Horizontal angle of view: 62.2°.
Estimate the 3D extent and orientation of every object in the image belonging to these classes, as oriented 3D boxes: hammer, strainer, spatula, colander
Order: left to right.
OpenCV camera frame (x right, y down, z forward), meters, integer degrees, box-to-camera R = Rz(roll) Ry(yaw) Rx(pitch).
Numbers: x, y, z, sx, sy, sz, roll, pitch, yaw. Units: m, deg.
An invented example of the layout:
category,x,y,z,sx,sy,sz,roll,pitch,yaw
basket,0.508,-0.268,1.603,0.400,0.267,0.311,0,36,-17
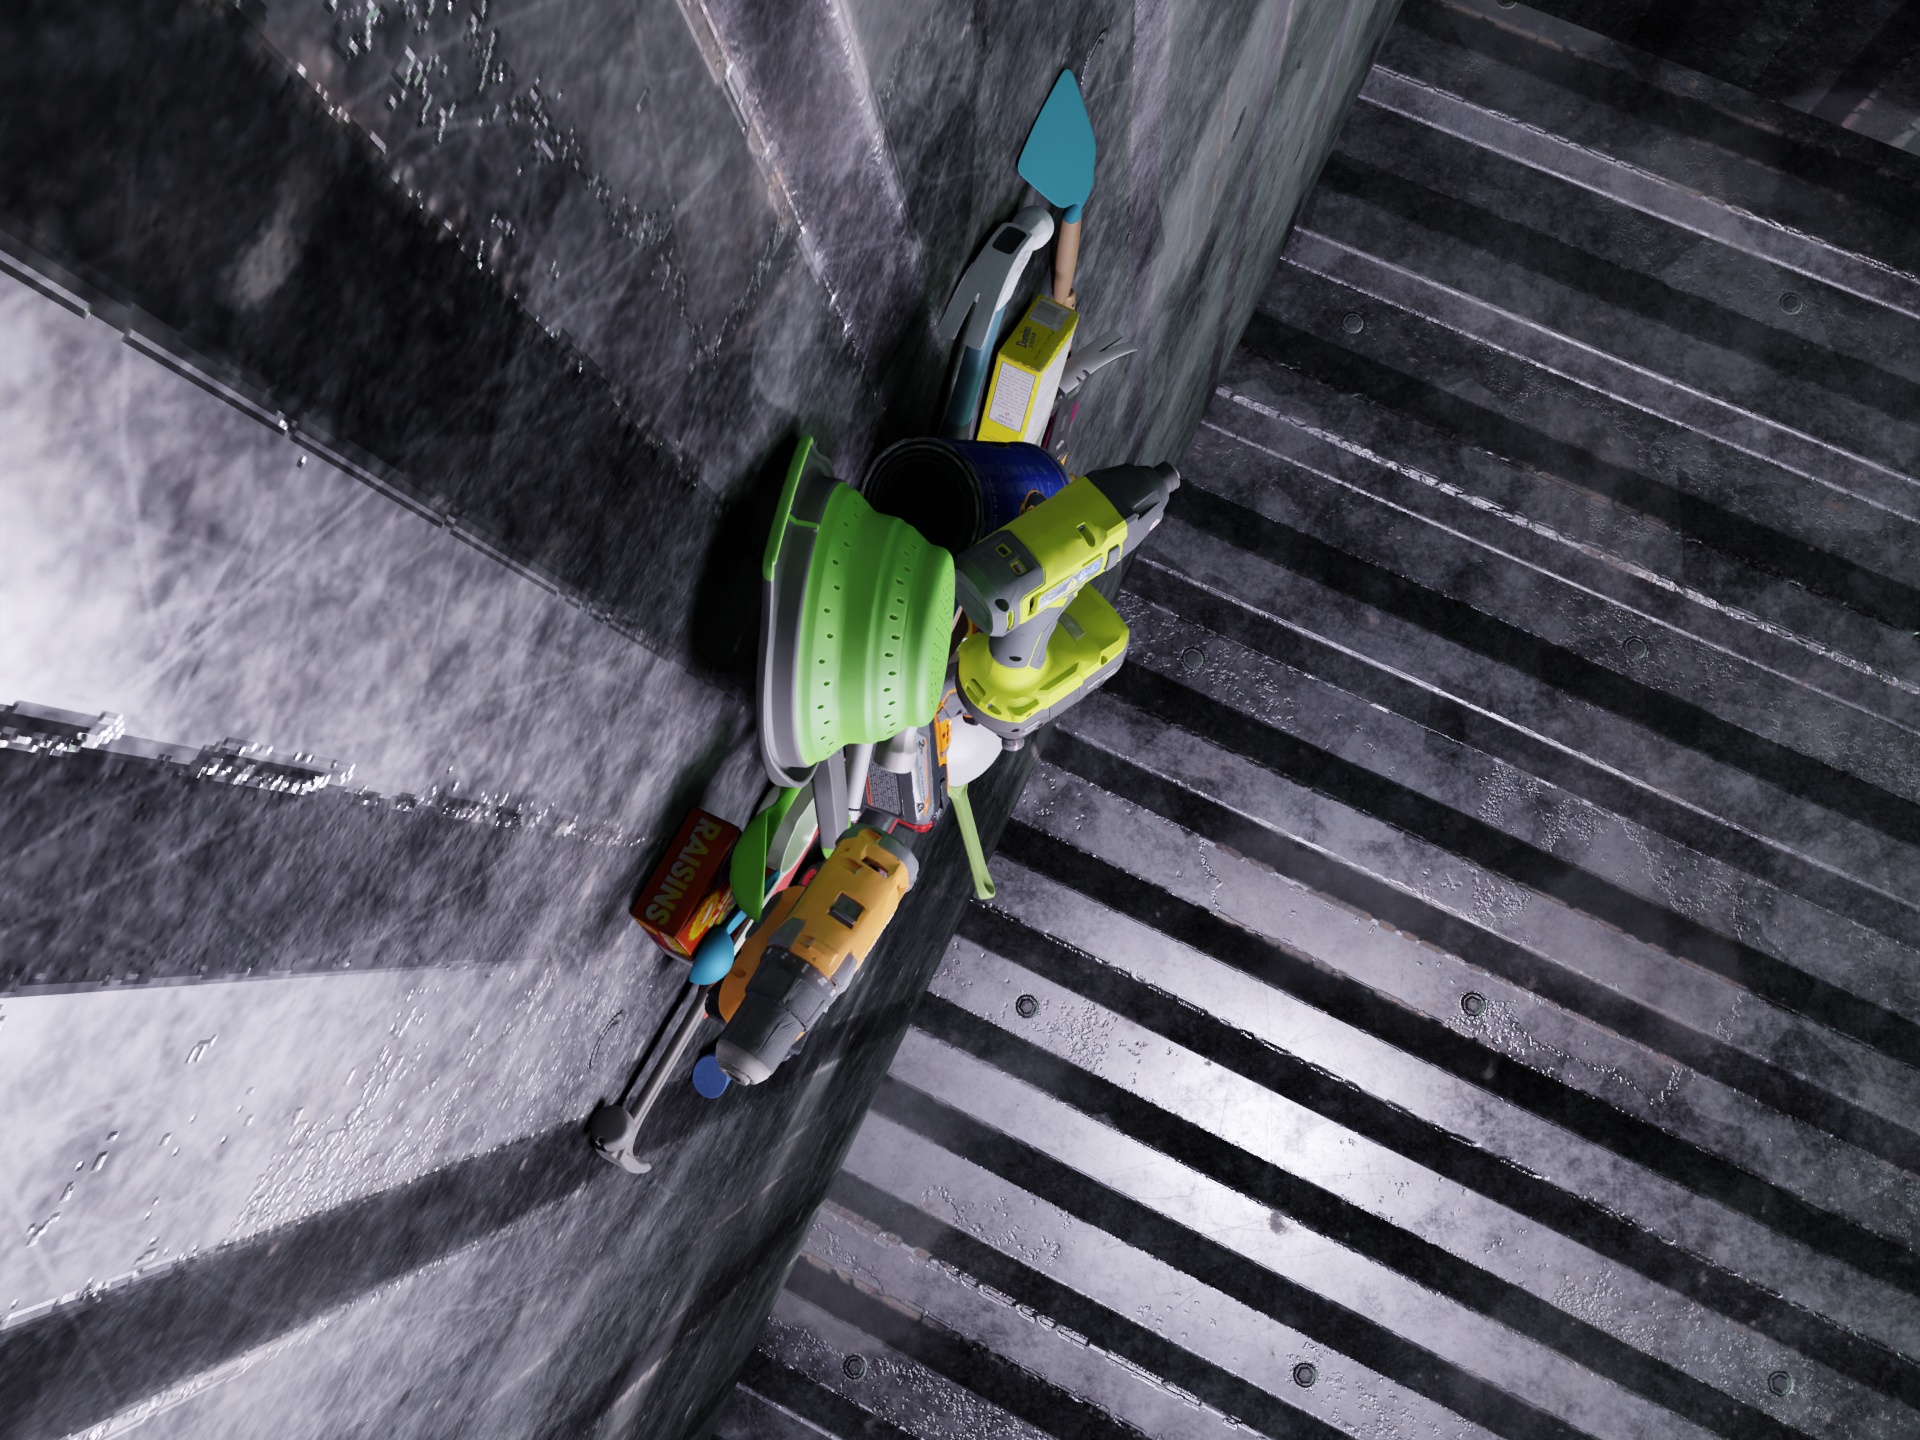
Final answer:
category,x,y,z,sx,sy,sz,roll,pitch,yaw
hammer,-0.188,0.196,1.297,0.359,0.037,0.149,-61,171,-22
hammer,-0.182,0.293,1.634,0.144,0.035,0.405,-67,172,15
strainer,-0.068,-0.033,1.211,0.087,0.050,0.258,-37,139,-83
colander,-0.056,-0.009,1.040,0.396,0.094,0.205,90,9,-55
hammer,-0.015,-0.083,1.270,0.331,0.031,0.130,-73,180,-66
hammer,-0.004,-0.222,1.220,0.128,0.033,0.330,-57,169,-48
strainer,0.016,0.045,1.535,0.151,0.069,0.256,-23,100,-67
hammer,0.097,-0.265,1.653,0.127,0.034,0.336,-40,165,-23
spatula,0.078,-0.396,1.258,0.317,0.044,0.082,80,36,-84

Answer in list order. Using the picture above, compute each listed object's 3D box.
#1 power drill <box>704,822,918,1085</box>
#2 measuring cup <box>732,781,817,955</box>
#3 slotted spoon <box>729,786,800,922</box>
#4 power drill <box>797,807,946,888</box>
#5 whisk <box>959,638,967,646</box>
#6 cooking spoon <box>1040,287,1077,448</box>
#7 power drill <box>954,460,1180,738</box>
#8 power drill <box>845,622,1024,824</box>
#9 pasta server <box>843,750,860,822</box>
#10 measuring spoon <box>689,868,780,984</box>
category,x,y,z,sx,sy,sz,roll,pitch,yaw
power drill,-0.118,0.179,1.105,0.185,0.084,0.226,-56,-177,-25
measuring cup,-0.160,0.118,1.244,0.168,0.038,0.083,-61,171,-13
slotted spoon,-0.115,0.032,1.136,0.314,0.031,0.070,-73,174,-57
power drill,-0.094,0.131,1.577,0.220,0.078,0.143,-57,169,-29
whisk,0.017,-0.133,1.587,0.246,0.059,0.058,111,-19,-56
cooking spoon,0.098,-0.337,1.572,0.069,0.017,0.318,-52,169,-13
power drill,0.071,-0.087,1.123,0.171,0.080,0.223,-33,162,-17
power drill,-0.002,-0.004,1.383,0.226,0.084,0.164,-41,136,-42
pasta server,-0.065,0.006,1.508,0.316,0.040,0.060,-52,154,-61
measuring spoon,-0.152,0.146,1.134,0.129,0.021,0.042,-51,165,-54
